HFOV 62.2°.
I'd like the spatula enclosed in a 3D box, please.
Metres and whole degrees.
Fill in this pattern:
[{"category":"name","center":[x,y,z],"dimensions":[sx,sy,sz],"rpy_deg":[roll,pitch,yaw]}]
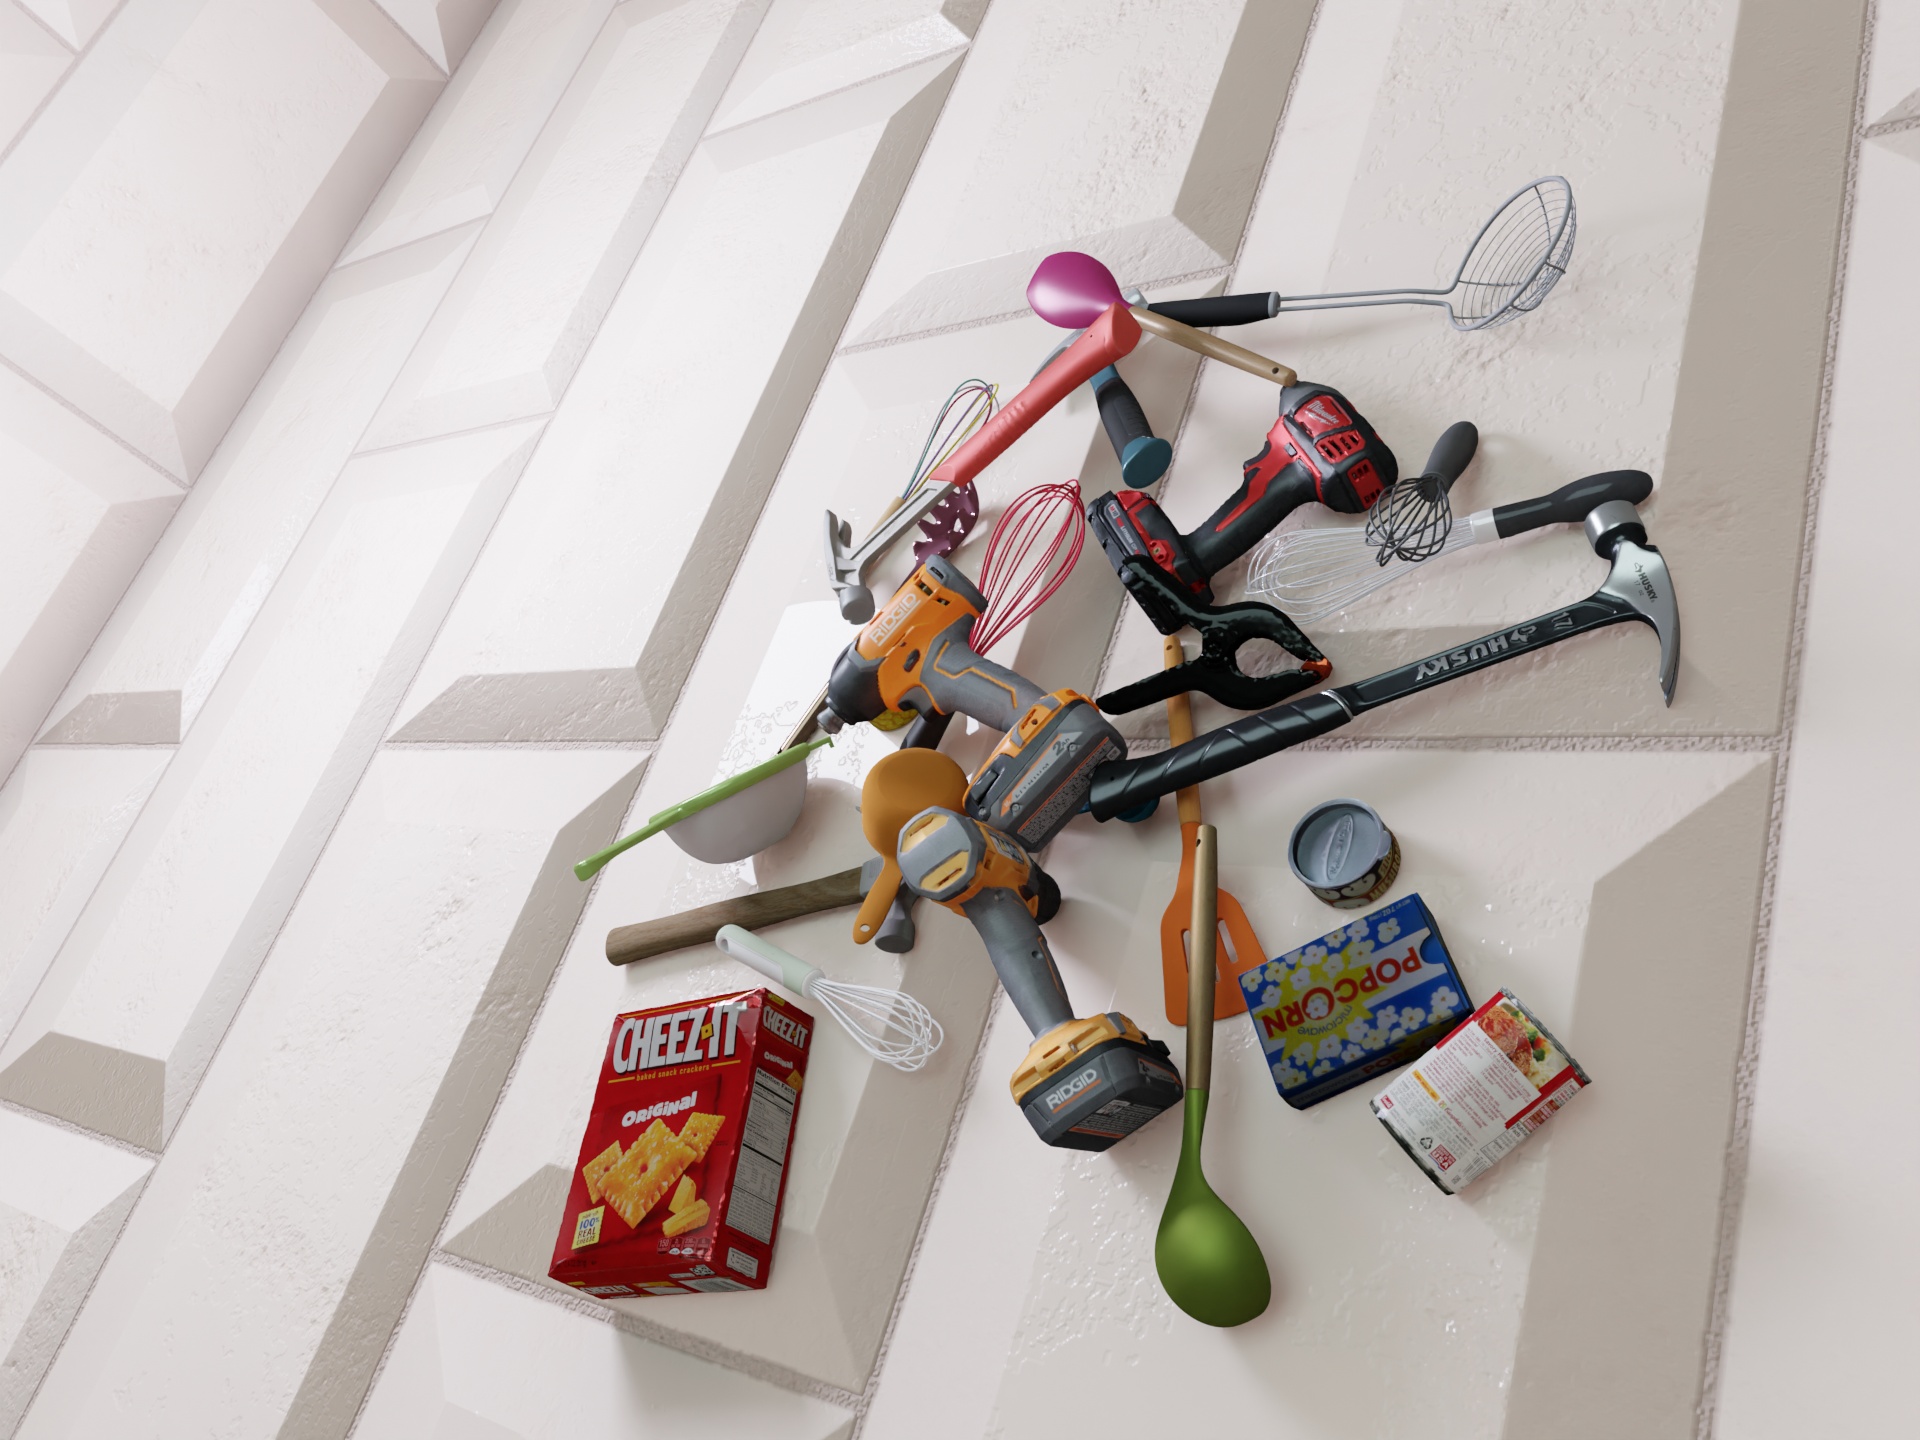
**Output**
[{"category":"spatula","center":[0.166,0.063,1.137],"dimensions":[0.081,0.041,0.323],"rpy_deg":[-21,44,23]}]

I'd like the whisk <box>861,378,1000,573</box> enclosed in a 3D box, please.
[{"category":"whisk","center":[-0.039,-0.225,1.511],"dimensions":[0.047,0.051,0.245],"rpy_deg":[33,86,42]}]

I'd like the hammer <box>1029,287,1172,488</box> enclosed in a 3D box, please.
[{"category":"hammer","center":[0.131,-0.278,1.358],"dimensions":[0.128,0.033,0.331],"rpy_deg":[-34,28,15]}]

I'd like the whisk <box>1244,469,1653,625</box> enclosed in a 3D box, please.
[{"category":"whisk","center":[0.337,-0.128,1.122],"dimensions":[0.284,0.070,0.070],"rpy_deg":[-14,51,24]}]

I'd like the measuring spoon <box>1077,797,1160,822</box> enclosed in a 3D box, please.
[{"category":"measuring spoon","center":[0.101,0.065,1.197],"dimensions":[0.128,0.021,0.042],"rpy_deg":[-12,53,44]}]

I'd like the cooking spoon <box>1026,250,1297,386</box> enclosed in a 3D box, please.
[{"category":"cooking spoon","center":[0.162,-0.336,1.343],"dimensions":[0.319,0.017,0.069],"rpy_deg":[36,100,41]}]

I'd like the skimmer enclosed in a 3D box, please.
[{"category":"skimmer","center":[0.301,-0.357,1.267],"dimensions":[0.363,0.090,0.127],"rpy_deg":[3,62,30]}]

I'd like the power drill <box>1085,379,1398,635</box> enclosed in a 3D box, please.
[{"category":"power drill","center":[0.217,-0.177,1.241],"dimensions":[0.219,0.078,0.143],"rpy_deg":[-33,44,11]}]

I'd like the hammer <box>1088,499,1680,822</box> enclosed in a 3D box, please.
[{"category":"hammer","center":[0.274,-0.012,1.071],"dimensions":[0.409,0.036,0.149],"rpy_deg":[-22,49,18]}]

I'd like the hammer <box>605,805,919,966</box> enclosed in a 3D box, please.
[{"category":"hammer","center":[-0.170,0.157,1.331],"dimensions":[0.331,0.031,0.130],"rpy_deg":[-17,50,30]}]

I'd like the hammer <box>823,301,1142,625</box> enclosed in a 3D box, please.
[{"category":"hammer","center":[0.012,-0.238,1.396],"dimensions":[0.359,0.036,0.149],"rpy_deg":[-39,40,25]}]

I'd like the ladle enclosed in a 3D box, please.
[{"category":"ladle","center":[0.159,0.210,0.992],"dimensions":[0.078,0.062,0.320],"rpy_deg":[130,153,-53]}]

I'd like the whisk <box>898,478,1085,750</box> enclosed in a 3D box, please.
[{"category":"whisk","center":[0.018,-0.068,1.298],"dimensions":[0.296,0.073,0.073],"rpy_deg":[-60,41,10]}]

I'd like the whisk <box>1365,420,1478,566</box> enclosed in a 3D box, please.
[{"category":"whisk","center":[0.324,-0.164,1.092],"dimensions":[0.055,0.055,0.239],"rpy_deg":[-11,21,34]}]

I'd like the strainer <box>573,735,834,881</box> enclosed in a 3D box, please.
[{"category":"strainer","center":[-0.211,0.096,1.310],"dimensions":[0.151,0.069,0.256],"rpy_deg":[-24,4,38]}]

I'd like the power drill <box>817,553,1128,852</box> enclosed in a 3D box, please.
[{"category":"power drill","center":[-0.002,-0.004,1.204],"dimensions":[0.164,0.084,0.227],"rpy_deg":[-47,59,2]}]

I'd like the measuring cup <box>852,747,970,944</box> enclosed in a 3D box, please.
[{"category":"measuring cup","center":[-0.048,0.092,1.220],"dimensions":[0.095,0.052,0.174],"rpy_deg":[14,47,12]}]

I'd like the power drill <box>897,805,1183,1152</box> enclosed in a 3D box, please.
[{"category":"power drill","center":[0.057,0.170,1.061],"dimensions":[0.084,0.185,0.226],"rpy_deg":[-37,62,11]}]

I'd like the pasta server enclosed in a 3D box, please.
[{"category":"pasta server","center":[-0.078,-0.089,1.440],"dimensions":[0.316,0.040,0.060],"rpy_deg":[-54,37,-6]}]

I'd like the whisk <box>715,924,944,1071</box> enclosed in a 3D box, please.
[{"category":"whisk","center":[-0.107,0.205,1.214],"dimensions":[0.246,0.057,0.059],"rpy_deg":[19,31,41]}]
